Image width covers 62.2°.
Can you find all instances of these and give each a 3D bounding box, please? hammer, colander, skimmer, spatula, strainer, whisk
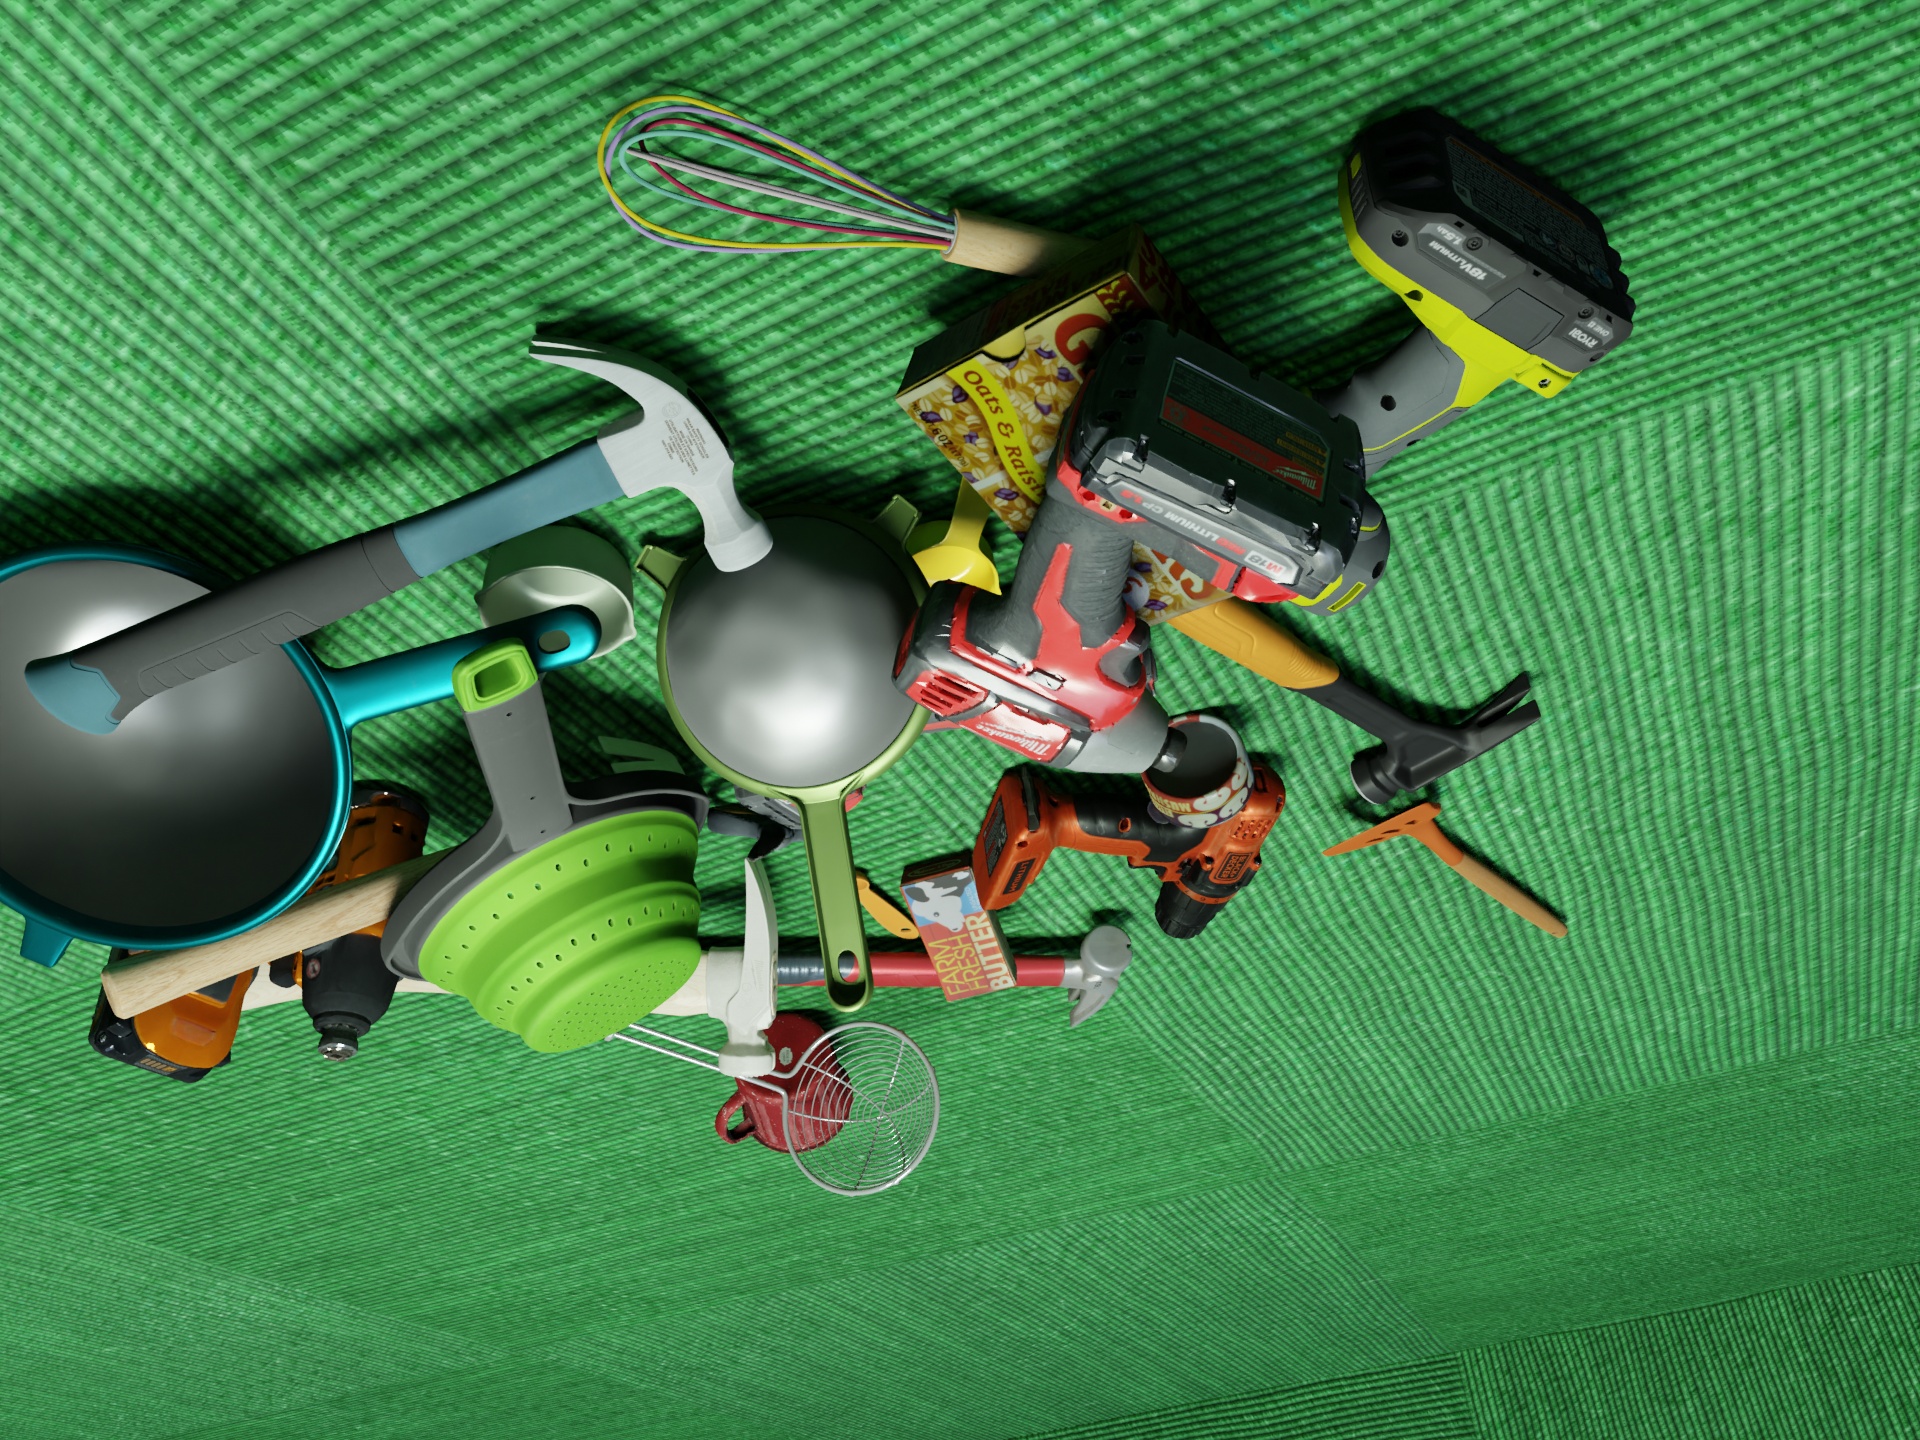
[{"bbox_3d":[-0.075,0.192,1.193,0.386,0.038,0.143,2,151,-10],"label":"hammer"},{"bbox_3d":[-0.302,0.088,0.895,0.331,0.031,0.130,-21,156,-32],"label":"hammer"},{"bbox_3d":[0.193,-0.038,0.916,0.336,0.034,0.127,24,136,-36],"label":"hammer"},{"bbox_3d":[-0.208,0.088,0.846,0.204,0.095,0.396,-27,159,-19],"label":"colander"},{"bbox_3d":[-0.194,0.242,1.162,0.363,0.127,0.090,22,166,-12],"label":"skimmer"},{"bbox_3d":[-0.327,0.159,1.076,0.410,0.146,0.038,1,-179,5],"label":"hammer"},{"bbox_3d":[0.371,0.114,1.153,0.081,0.041,0.322,-31,139,30],"label":"spatula"},{"bbox_3d":[-0.261,-0.071,0.719,0.331,0.033,0.128,-22,118,2],"label":"hammer"},{"bbox_3d":[-0.342,-0.014,0.803,0.340,0.095,0.211,-15,110,0],"label":"strainer"},{"bbox_3d":[-0.079,0.019,0.772,0.151,0.256,0.069,-9,179,12],"label":"strainer"},{"bbox_3d":[-0.023,-0.206,0.644,0.245,0.047,0.051,5,155,-23],"label":"whisk"}]

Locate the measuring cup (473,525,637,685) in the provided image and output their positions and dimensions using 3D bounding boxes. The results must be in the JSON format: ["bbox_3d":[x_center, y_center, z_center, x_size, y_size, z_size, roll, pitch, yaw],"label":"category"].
[{"bbox_3d":[-0.226,-0.043,0.843,0.083,0.038,0.167,13,142,-25],"label":"measuring cup"}]

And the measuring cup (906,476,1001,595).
[{"bbox_3d":[0.004,-0.113,0.796,0.062,0.029,0.156,8,133,-16],"label":"measuring cup"}]

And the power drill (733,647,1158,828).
[{"bbox_3d":[-0.001,-0.003,0.883,0.226,0.080,0.187,-13,166,9],"label":"power drill"}]

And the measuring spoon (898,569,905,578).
[{"bbox_3d":[-0.071,-0.054,0.836,0.034,0.018,0.124,38,144,-28],"label":"measuring spoon"}]

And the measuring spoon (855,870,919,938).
[{"bbox_3d":[-0.056,0.133,1.142,0.021,0.011,0.116,-13,148,17],"label":"measuring spoon"}]

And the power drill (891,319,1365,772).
[{"bbox_3d":[0.071,-0.052,0.681,0.143,0.079,0.219,25,142,-10],"label":"power drill"}]

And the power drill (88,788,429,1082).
[{"bbox_3d":[-0.426,0.149,0.975,0.226,0.164,0.084,-21,143,24],"label":"power drill"}]

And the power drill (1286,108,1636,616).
[{"bbox_3d":[0.159,-0.152,0.715,0.190,0.080,0.228,22,139,-22],"label":"power drill"}]
